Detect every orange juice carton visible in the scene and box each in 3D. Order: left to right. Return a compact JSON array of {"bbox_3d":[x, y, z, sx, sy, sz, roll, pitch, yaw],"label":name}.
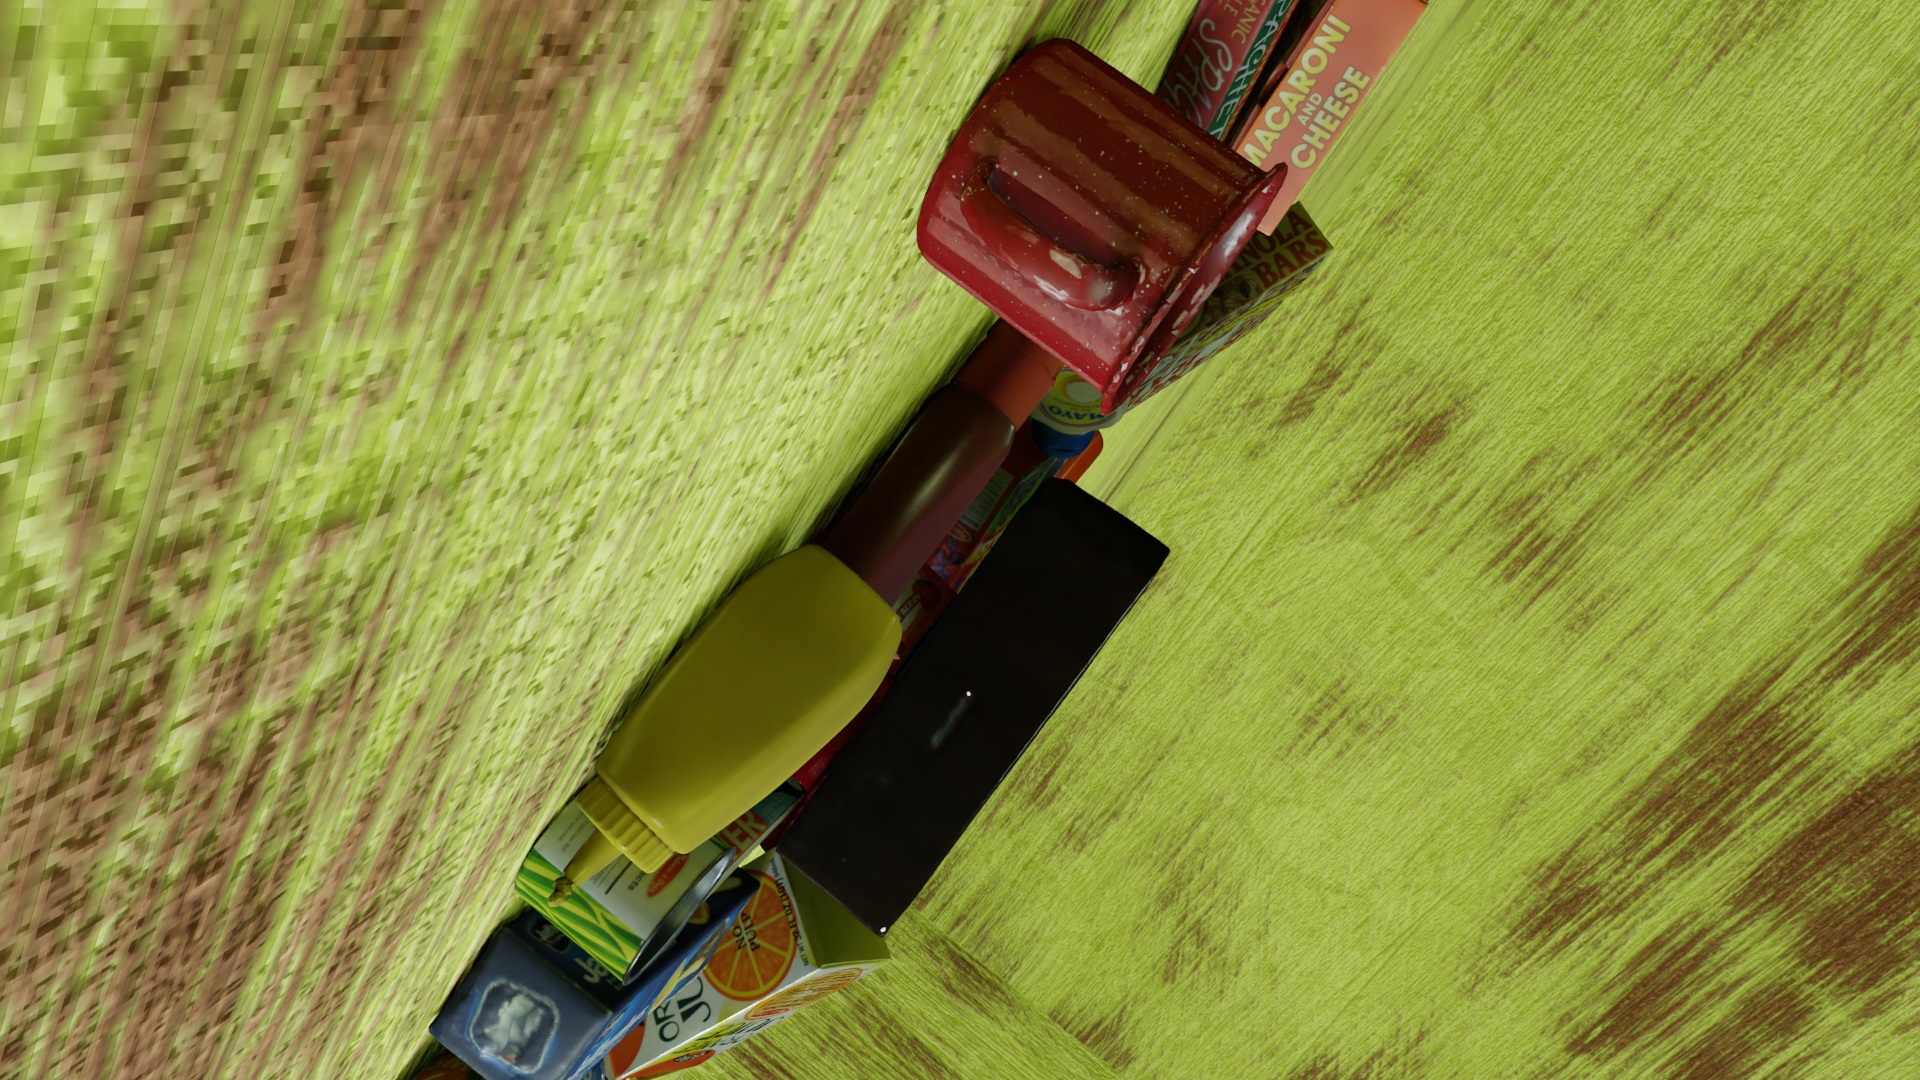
[{"bbox_3d":[-0.143,0.249,0.793,0.192,0.072,0.073,-33,154,19],"label":"orange juice carton"}]

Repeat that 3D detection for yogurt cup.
[{"bbox_3d":[-0.038,0.033,0.701,0.072,0.054,0.072,-52,173,-8],"label":"yogurt cup"}]

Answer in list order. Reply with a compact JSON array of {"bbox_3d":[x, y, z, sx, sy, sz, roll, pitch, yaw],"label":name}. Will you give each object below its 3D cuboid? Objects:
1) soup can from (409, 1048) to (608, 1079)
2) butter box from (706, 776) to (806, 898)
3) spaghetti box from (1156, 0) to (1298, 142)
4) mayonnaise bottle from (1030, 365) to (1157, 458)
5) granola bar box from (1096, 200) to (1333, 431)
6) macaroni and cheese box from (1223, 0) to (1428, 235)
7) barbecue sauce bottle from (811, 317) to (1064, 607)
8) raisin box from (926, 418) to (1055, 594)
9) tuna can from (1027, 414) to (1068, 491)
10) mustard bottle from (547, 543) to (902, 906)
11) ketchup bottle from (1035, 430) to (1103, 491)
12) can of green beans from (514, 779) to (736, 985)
[{"bbox_3d":[-0.208,0.254,0.620,0.071,0.071,0.084,-55,172,21],"label":"soup can"},{"bbox_3d":[-0.122,0.133,0.655,0.024,0.053,0.104,-54,173,35],"label":"butter box"},{"bbox_3d":[0.102,-0.185,0.629,0.050,0.029,0.248,-49,172,-28],"label":"spaghetti box"},{"bbox_3d":[0.063,-0.084,0.728,0.147,0.065,0.041,103,-6,-72],"label":"mayonnaise bottle"},{"bbox_3d":[0.132,-0.127,0.842,0.166,0.039,0.124,-33,174,-19],"label":"granola bar box"},{"bbox_3d":[0.174,-0.236,0.677,0.123,0.040,0.167,-58,-177,37],"label":"macaroni and cheese box"},{"bbox_3d":[-0.012,-0.029,0.601,0.148,0.044,0.065,-52,173,-6],"label":"barbecue sauce bottle"},{"bbox_3d":[0.003,-0.010,0.817,0.123,0.040,0.086,-57,173,25],"label":"raisin box"},{"bbox_3d":[0.054,-0.061,0.918,0.071,0.033,0.071,-51,173,-9],"label":"tuna can"},{"bbox_3d":[-0.094,0.073,0.517,0.161,0.065,0.048,-45,166,-16],"label":"mustard bottle"},{"bbox_3d":[0.040,-0.023,0.974,0.149,0.043,0.064,-51,178,-14],"label":"ketchup bottle"},{"bbox_3d":[-0.132,0.131,0.551,0.071,0.058,0.071,-52,173,-9],"label":"can of green beans"}]
